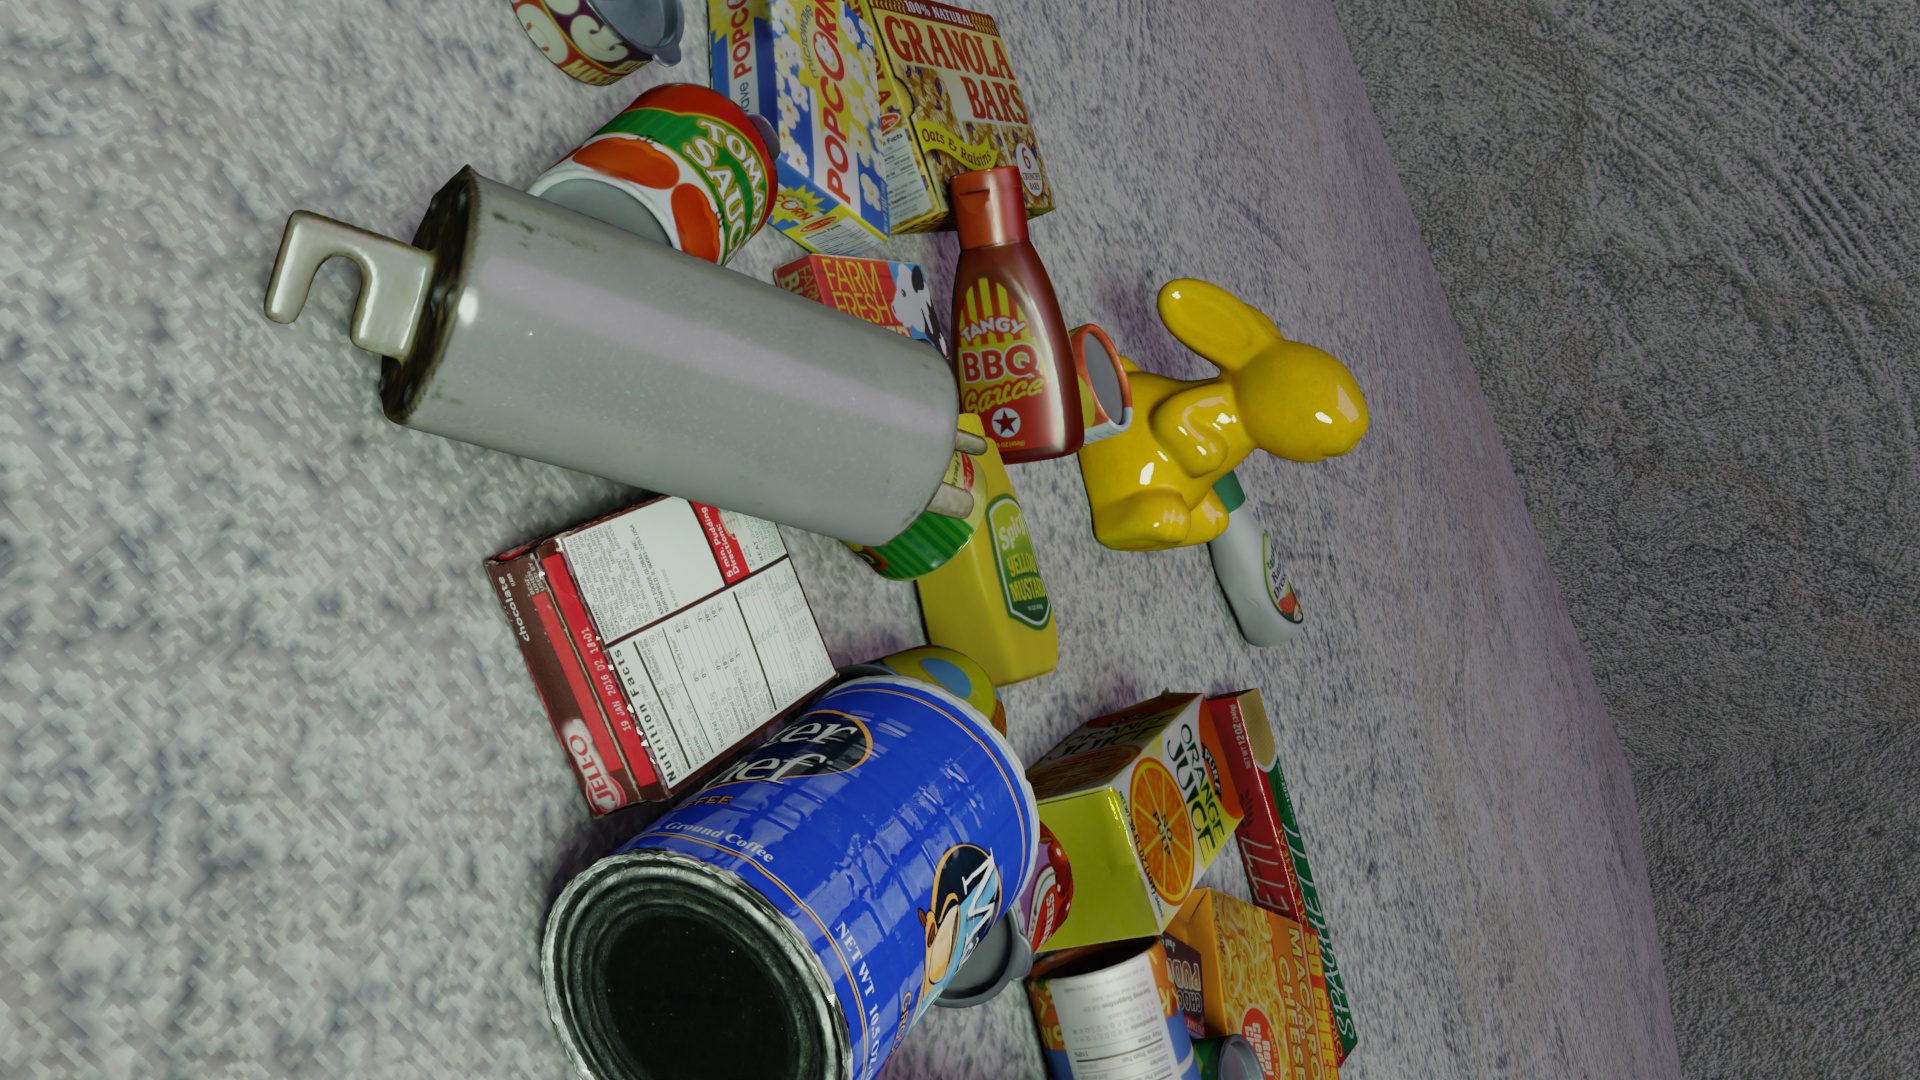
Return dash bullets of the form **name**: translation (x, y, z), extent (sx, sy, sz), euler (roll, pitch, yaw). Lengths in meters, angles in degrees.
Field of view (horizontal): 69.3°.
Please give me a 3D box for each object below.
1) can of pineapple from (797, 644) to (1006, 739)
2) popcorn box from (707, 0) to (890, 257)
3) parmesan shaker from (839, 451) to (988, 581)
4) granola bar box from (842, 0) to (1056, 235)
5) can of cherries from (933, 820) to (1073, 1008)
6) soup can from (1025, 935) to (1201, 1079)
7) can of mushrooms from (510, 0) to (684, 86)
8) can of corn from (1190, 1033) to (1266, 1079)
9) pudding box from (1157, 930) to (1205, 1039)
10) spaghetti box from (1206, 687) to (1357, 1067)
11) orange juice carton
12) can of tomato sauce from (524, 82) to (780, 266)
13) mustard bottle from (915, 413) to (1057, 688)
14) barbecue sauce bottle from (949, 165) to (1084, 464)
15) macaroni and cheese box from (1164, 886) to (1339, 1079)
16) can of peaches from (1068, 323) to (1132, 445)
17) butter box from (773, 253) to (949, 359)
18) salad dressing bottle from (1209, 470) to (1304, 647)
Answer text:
- **can of pineapple**: translation (-0.021, 0.078, 0.549), extent (0.058, 0.071, 0.071), euler (-10, 83, -62)
- **popcorn box**: translation (-0.075, -0.203, 0.644), extent (0.085, 0.038, 0.127), euler (25, 53, -54)
- **parmesan shaker**: translation (-0.044, -0.038, 0.578), extent (0.103, 0.071, 0.071), euler (41, 41, -43)
- **granola bar box**: translation (-0.010, -0.238, 0.780), extent (0.166, 0.039, 0.124), euler (-28, 99, -61)
- **can of cherries**: translation (0.007, 0.146, 0.559), extent (0.058, 0.071, 0.071), euler (-17, 90, -63)
- **soup can**: translation (0.071, 0.229, 0.633), extent (0.071, 0.071, 0.084), euler (-6, 80, -62)
- **can of mushrooms**: translation (-0.140, -0.211, 0.537), extent (0.071, 0.033, 0.071), euler (39, 42, -46)
- **can of corn**: translation (0.114, 0.282, 0.684), extent (0.071, 0.058, 0.071), euler (38, 44, -47)
- **pudding box**: translation (0.095, 0.226, 0.712), extent (0.083, 0.030, 0.050), euler (41, 42, -44)
- **spaghetti box**: translation (0.213, 0.224, 0.927), extent (0.050, 0.028, 0.250), euler (-4, 77, -61)
- **orange juice carton**: translation (0.088, 0.133, 0.707), extent (0.193, 0.073, 0.071), euler (-22, 94, -62)
- **can of tomato sauce**: translation (-0.110, -0.119, 0.501), extent (0.071, 0.071, 0.083), euler (58, 31, -25)
- **mustard bottle**: translation (0.002, -0.008, 0.660), extent (0.065, 0.048, 0.160), euler (-7, 81, -63)
- **barbecue sauce bottle**: translation (0.023, -0.115, 0.714), extent (0.044, 0.065, 0.148), euler (-30, 113, -61)
- **macaroni and cheese box**: translation (0.168, 0.277, 0.805), extent (0.166, 0.040, 0.124), euler (33, 47, -49)
- **can of peaches**: translation (0.059, -0.087, 0.797), extent (0.071, 0.058, 0.071), euler (37, 44, -48)
- **butter box**: translation (-0.045, -0.106, 0.658), extent (0.104, 0.024, 0.053), euler (-17, 89, -62)
- **salad dressing bottle**: translation (0.207, 0.007, 1.023), extent (0.147, 0.044, 0.064), euler (63, 31, -17)
